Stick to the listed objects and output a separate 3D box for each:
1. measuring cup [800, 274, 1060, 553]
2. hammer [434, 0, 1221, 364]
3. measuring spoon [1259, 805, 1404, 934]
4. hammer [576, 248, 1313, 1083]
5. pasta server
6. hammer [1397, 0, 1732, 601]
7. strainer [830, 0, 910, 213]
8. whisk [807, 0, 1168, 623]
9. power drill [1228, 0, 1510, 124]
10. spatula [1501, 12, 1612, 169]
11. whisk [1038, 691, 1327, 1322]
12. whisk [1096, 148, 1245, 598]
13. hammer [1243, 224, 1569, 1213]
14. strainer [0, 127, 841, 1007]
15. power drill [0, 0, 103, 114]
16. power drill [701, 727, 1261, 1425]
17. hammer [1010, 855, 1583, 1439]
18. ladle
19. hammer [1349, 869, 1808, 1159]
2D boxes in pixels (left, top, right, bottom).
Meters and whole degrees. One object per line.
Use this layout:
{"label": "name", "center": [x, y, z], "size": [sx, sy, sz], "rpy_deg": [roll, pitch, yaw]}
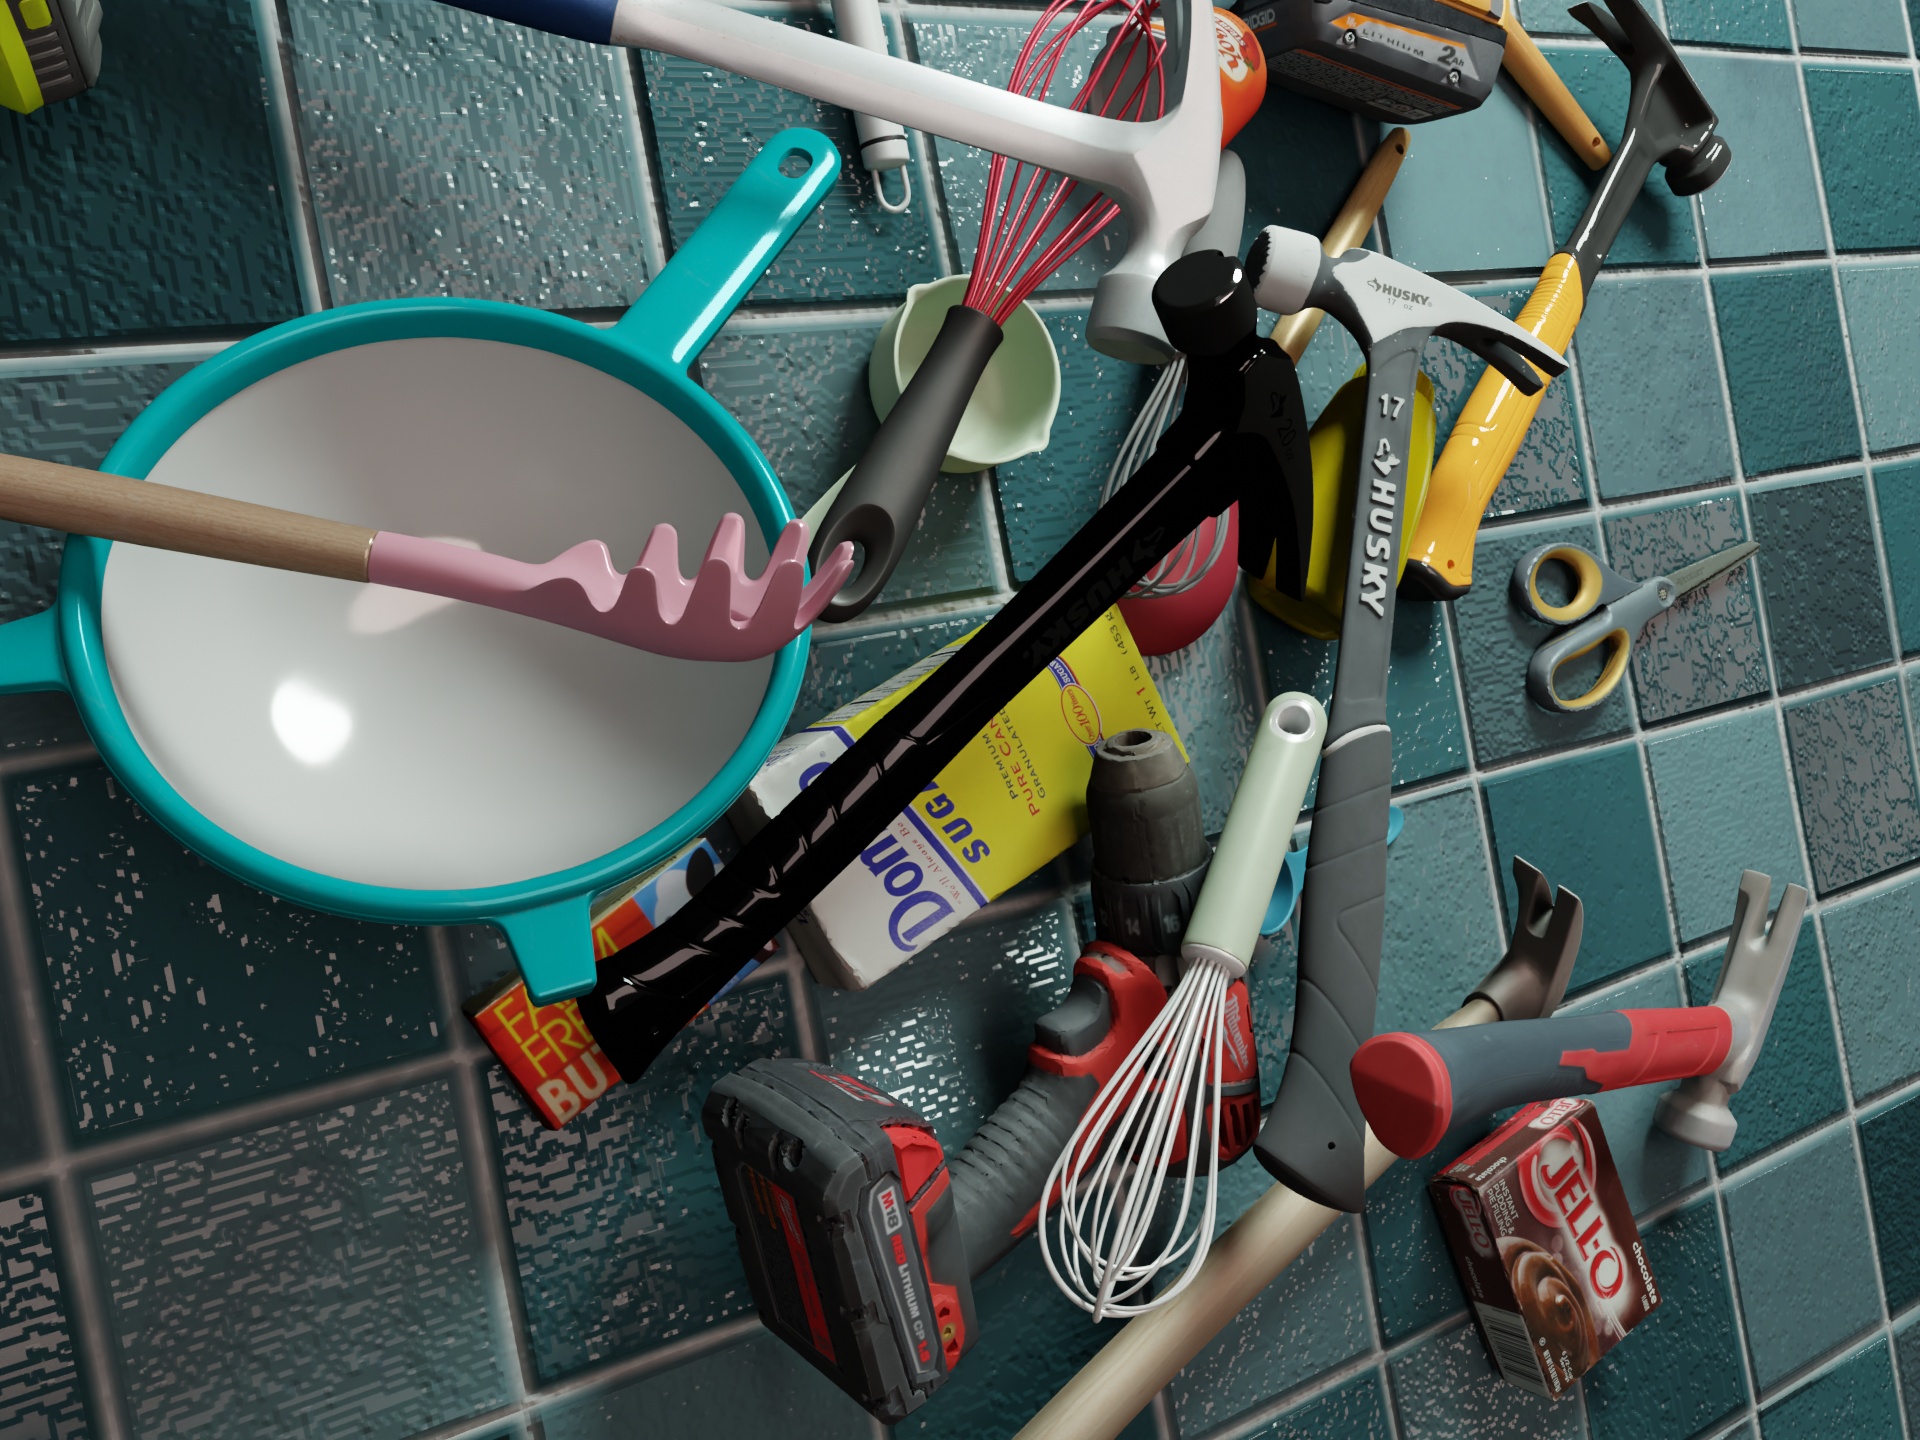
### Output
{"label": "measuring cup", "center": [-0.028, -0.105, 0.628], "size": [0.083, 0.038, 0.167], "rpy_deg": [47, 68, -18]}
{"label": "hammer", "center": [-0.102, -0.241, 0.533], "size": [0.405, 0.035, 0.144], "rpy_deg": [13, 89, -11]}
{"label": "measuring spoon", "center": [0.160, 0.063, 0.733], "size": [0.128, 0.021, 0.042], "rpy_deg": [-19, 94, -38]}
{"label": "hammer", "center": [-0.001, -0.002, 0.555], "size": [0.335, 0.035, 0.146], "rpy_deg": [-44, 138, -8]}
{"label": "pasta server", "center": [-0.188, -0.058, 0.438], "size": [0.316, 0.060, 0.040], "rpy_deg": [10, 108, -7]}
{"label": "hammer", "center": [0.293, -0.206, 0.802], "size": [0.127, 0.034, 0.337], "rpy_deg": [39, 72, -29]}
{"label": "strainer", "center": [-0.054, -0.331, 0.629], "size": [0.087, 0.050, 0.258], "rpy_deg": [-15, 99, -23]}
{"label": "whisk", "center": [0.015, -0.166, 0.603], "size": [0.073, 0.073, 0.296], "rpy_deg": [32, 78, -23]}
{"label": "power drill", "center": [0.182, -0.407, 0.714], "size": [0.185, 0.084, 0.226], "rpy_deg": [8, 97, -24]}
{"label": "spatula", "center": [0.236, -0.395, 0.793], "size": [0.322, 0.041, 0.081], "rpy_deg": [40, 87, -22]}
{"label": "whisk", "center": [0.088, 0.094, 0.571], "size": [0.058, 0.059, 0.246], "rpy_deg": [17, 65, 14]}
{"label": "whisk", "center": [0.098, -0.154, 0.681], "size": [0.055, 0.055, 0.239], "rpy_deg": [24, 63, -25]}
{"label": "hammer", "center": [0.170, -0.009, 0.659], "size": [0.149, 0.036, 0.409], "rpy_deg": [13, 73, -10]}
{"label": "strainer", "center": [-0.132, -0.071, 0.536], "size": [0.211, 0.095, 0.340], "rpy_deg": [28, 59, 1]}
{"label": "power drill", "center": [-0.350, -0.168, 0.411], "size": [0.190, 0.080, 0.228], "rpy_deg": [44, 66, 0]}
{"label": "power drill", "center": [0.022, 0.121, 0.589], "size": [0.226, 0.080, 0.187], "rpy_deg": [-26, 116, -34]}
{"label": "hammer", "center": [0.114, 0.217, 0.647], "size": [0.410, 0.038, 0.146], "rpy_deg": [-36, 143, -22]}
{"label": "ladle", "center": [0.146, -0.163, 0.735], "size": [0.069, 0.031, 0.315], "rpy_deg": [37, 68, -18]}
{"label": "hammer", "center": [0.281, 0.129, 0.688], "size": [0.386, 0.038, 0.143], "rpy_deg": [10, 98, -48]}
